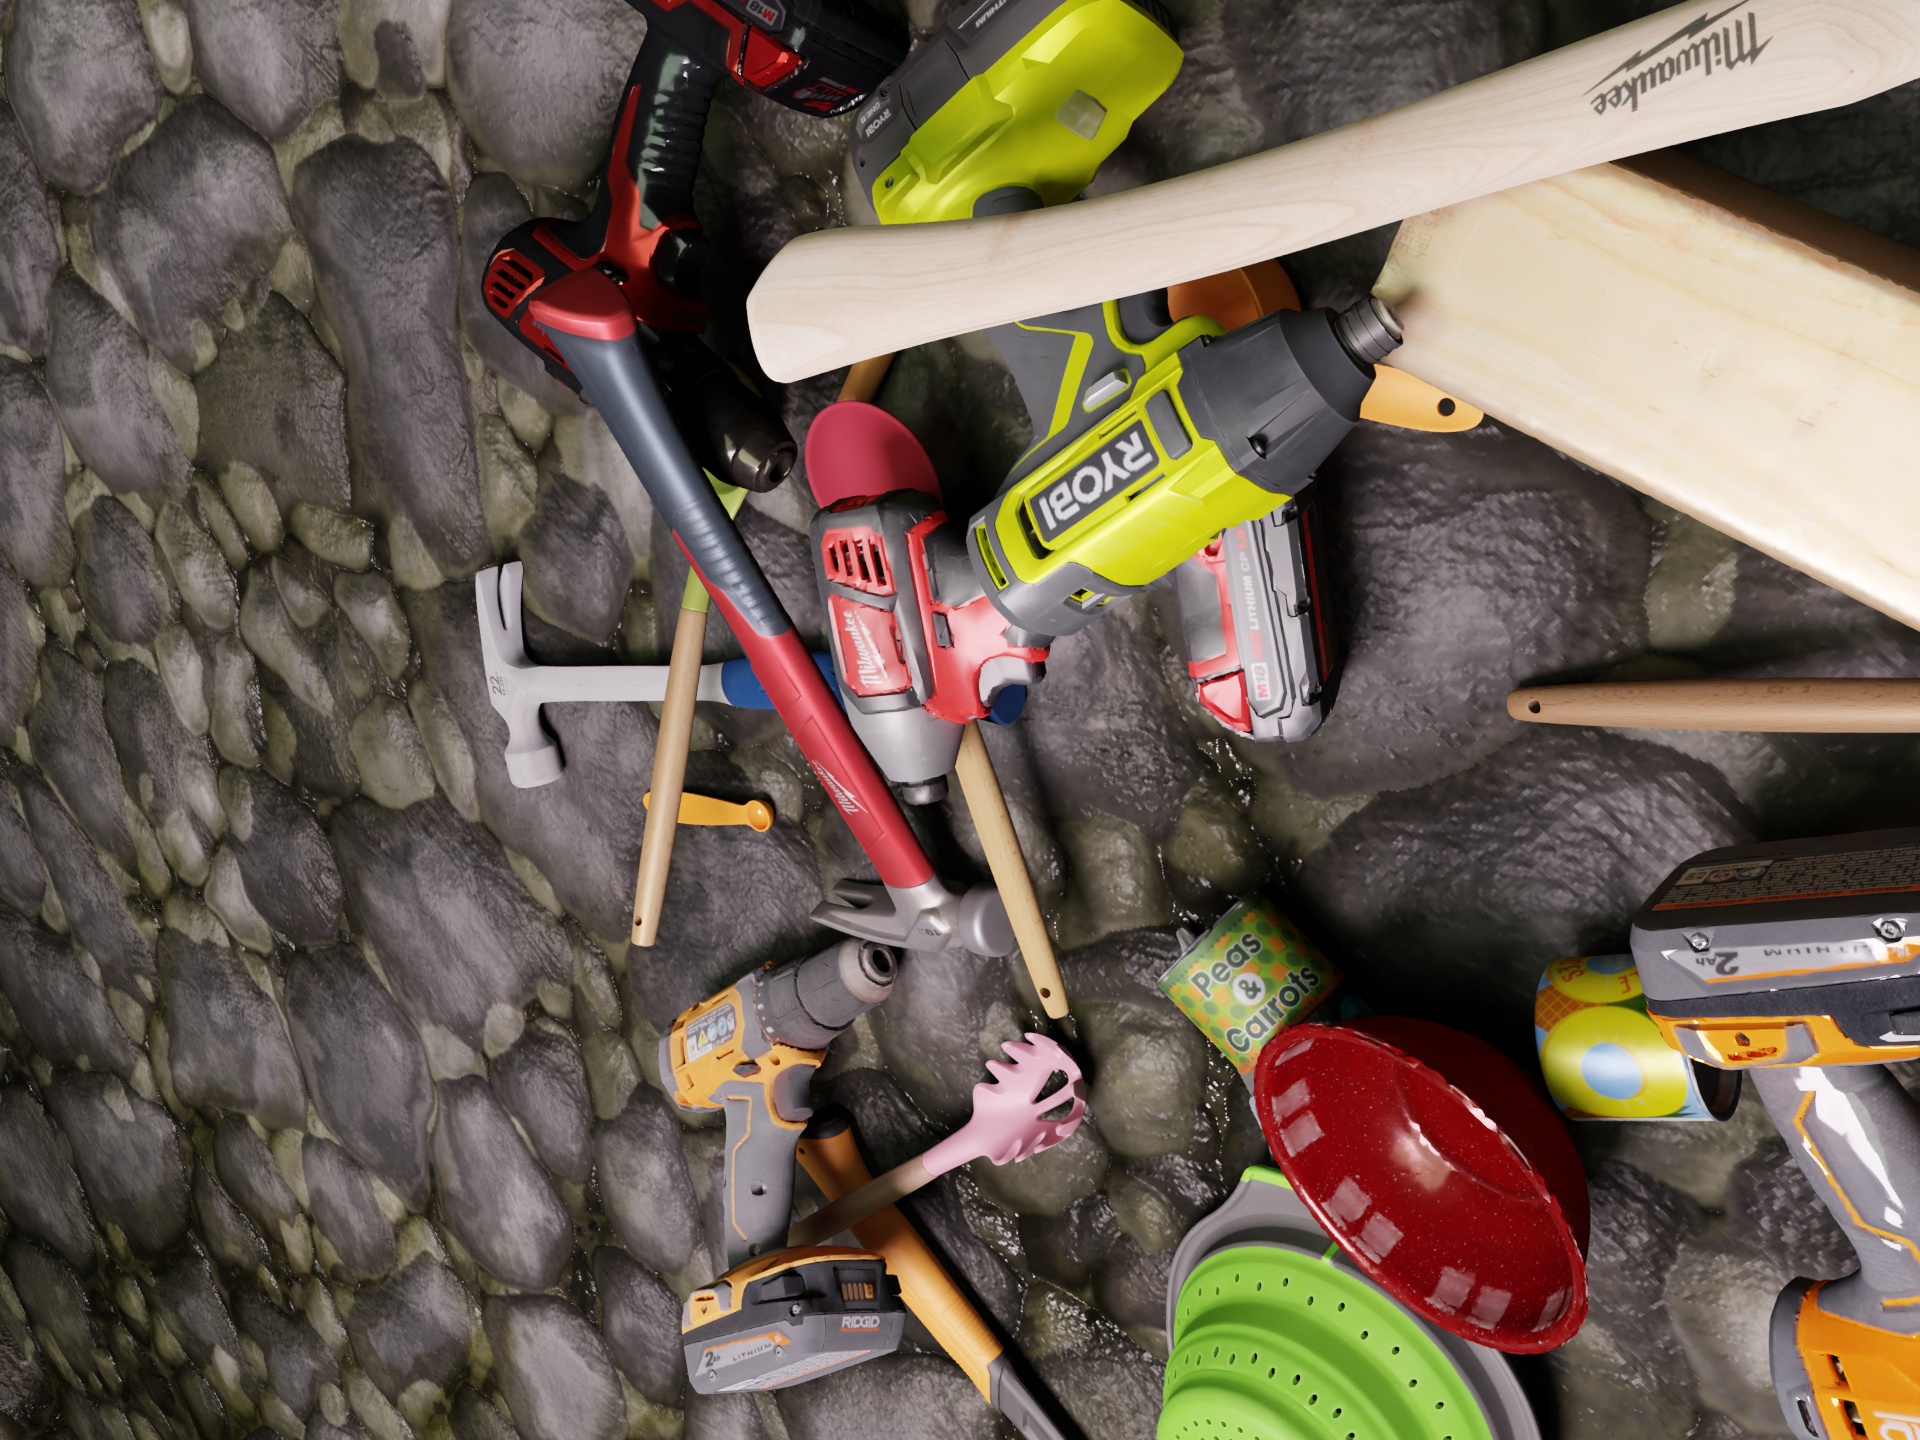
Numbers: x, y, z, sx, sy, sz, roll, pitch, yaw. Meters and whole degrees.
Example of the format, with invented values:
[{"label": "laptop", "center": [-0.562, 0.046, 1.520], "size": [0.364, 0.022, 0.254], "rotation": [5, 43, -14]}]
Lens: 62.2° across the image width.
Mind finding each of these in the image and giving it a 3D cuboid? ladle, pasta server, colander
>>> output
[{"label": "ladle", "center": [-0.001, -0.002, 0.766], "size": [0.069, 0.031, 0.315], "rotation": [-14, 99, 35]}, {"label": "ladle", "center": [-0.154, -0.033, 0.847], "size": [0.078, 0.062, 0.320], "rotation": [15, 98, 35]}, {"label": "pasta server", "center": [-0.040, 0.264, 0.909], "size": [0.316, 0.040, 0.060], "rotation": [-37, 56, 31]}, {"label": "colander", "center": [0.169, 0.418, 0.787], "size": [0.205, 0.094, 0.396], "rotation": [13, 118, 39]}]

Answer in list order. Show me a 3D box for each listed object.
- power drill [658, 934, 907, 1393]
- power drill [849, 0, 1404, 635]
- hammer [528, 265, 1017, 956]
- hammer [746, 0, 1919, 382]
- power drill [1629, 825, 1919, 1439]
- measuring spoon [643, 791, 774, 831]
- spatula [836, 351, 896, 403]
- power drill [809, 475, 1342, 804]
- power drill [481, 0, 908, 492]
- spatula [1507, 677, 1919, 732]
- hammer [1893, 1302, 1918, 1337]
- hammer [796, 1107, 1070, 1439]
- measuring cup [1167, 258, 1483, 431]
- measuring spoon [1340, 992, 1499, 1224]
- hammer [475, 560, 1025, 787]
[{"label": "power drill", "center": [-0.092, 0.243, 0.898], "size": [0.185, 0.084, 0.226], "rotation": [-34, 54, 35]}, {"label": "power drill", "center": [0.054, -0.166, 0.595], "size": [0.171, 0.080, 0.223], "rotation": [-33, 66, 31]}, {"label": "hammer", "center": [-0.102, -0.036, 0.780], "size": [0.143, 0.038, 0.386], "rotation": [1, 129, 45]}, {"label": "hammer", "center": [0.122, -0.162, 0.500], "size": [0.410, 0.038, 0.146], "rotation": [-11, 78, 20]}, {"label": "power drill", "center": [0.335, 0.152, 0.528], "size": [0.164, 0.084, 0.226], "rotation": [-15, 101, 49]}, {"label": "measuring spoon", "center": [-0.153, 0.053, 0.965], "size": [0.117, 0.011, 0.021], "rotation": [3, 109, 41]}, {"label": "spatula", "center": [-0.004, -0.234, 0.713], "size": [0.081, 0.041, 0.322], "rotation": [21, 131, -13]}, {"label": "power drill", "center": [0.046, -0.038, 0.688], "size": [0.220, 0.078, 0.143], "rotation": [-5, 103, 22]}, {"label": "power drill", "center": [-0.115, -0.236, 0.741], "size": [0.188, 0.080, 0.226], "rotation": [39, 113, 18]}, {"label": "spatula", "center": [0.308, -0.005, 0.511], "size": [0.317, 0.044, 0.082], "rotation": [0, 98, 55]}, {"label": "hammer", "center": [0.446, 0.143, 0.520], "size": [0.130, 0.031, 0.331], "rotation": [45, 128, 15]}, {"label": "hammer", "center": [0.005, 0.377, 0.952], "size": [0.337, 0.034, 0.127], "rotation": [50, 129, 11]}, {"label": "measuring cup", "center": [0.132, -0.145, 0.638], "size": [0.174, 0.052, 0.095], "rotation": [21, 118, 28]}, {"label": "measuring spoon", "center": [0.211, 0.183, 0.732], "size": [0.042, 0.021, 0.129], "rotation": [-32, 77, 38]}, {"label": "hammer", "center": [-0.140, -0.027, 0.905], "size": [0.406, 0.035, 0.144], "rotation": [1, 108, 38]}]
